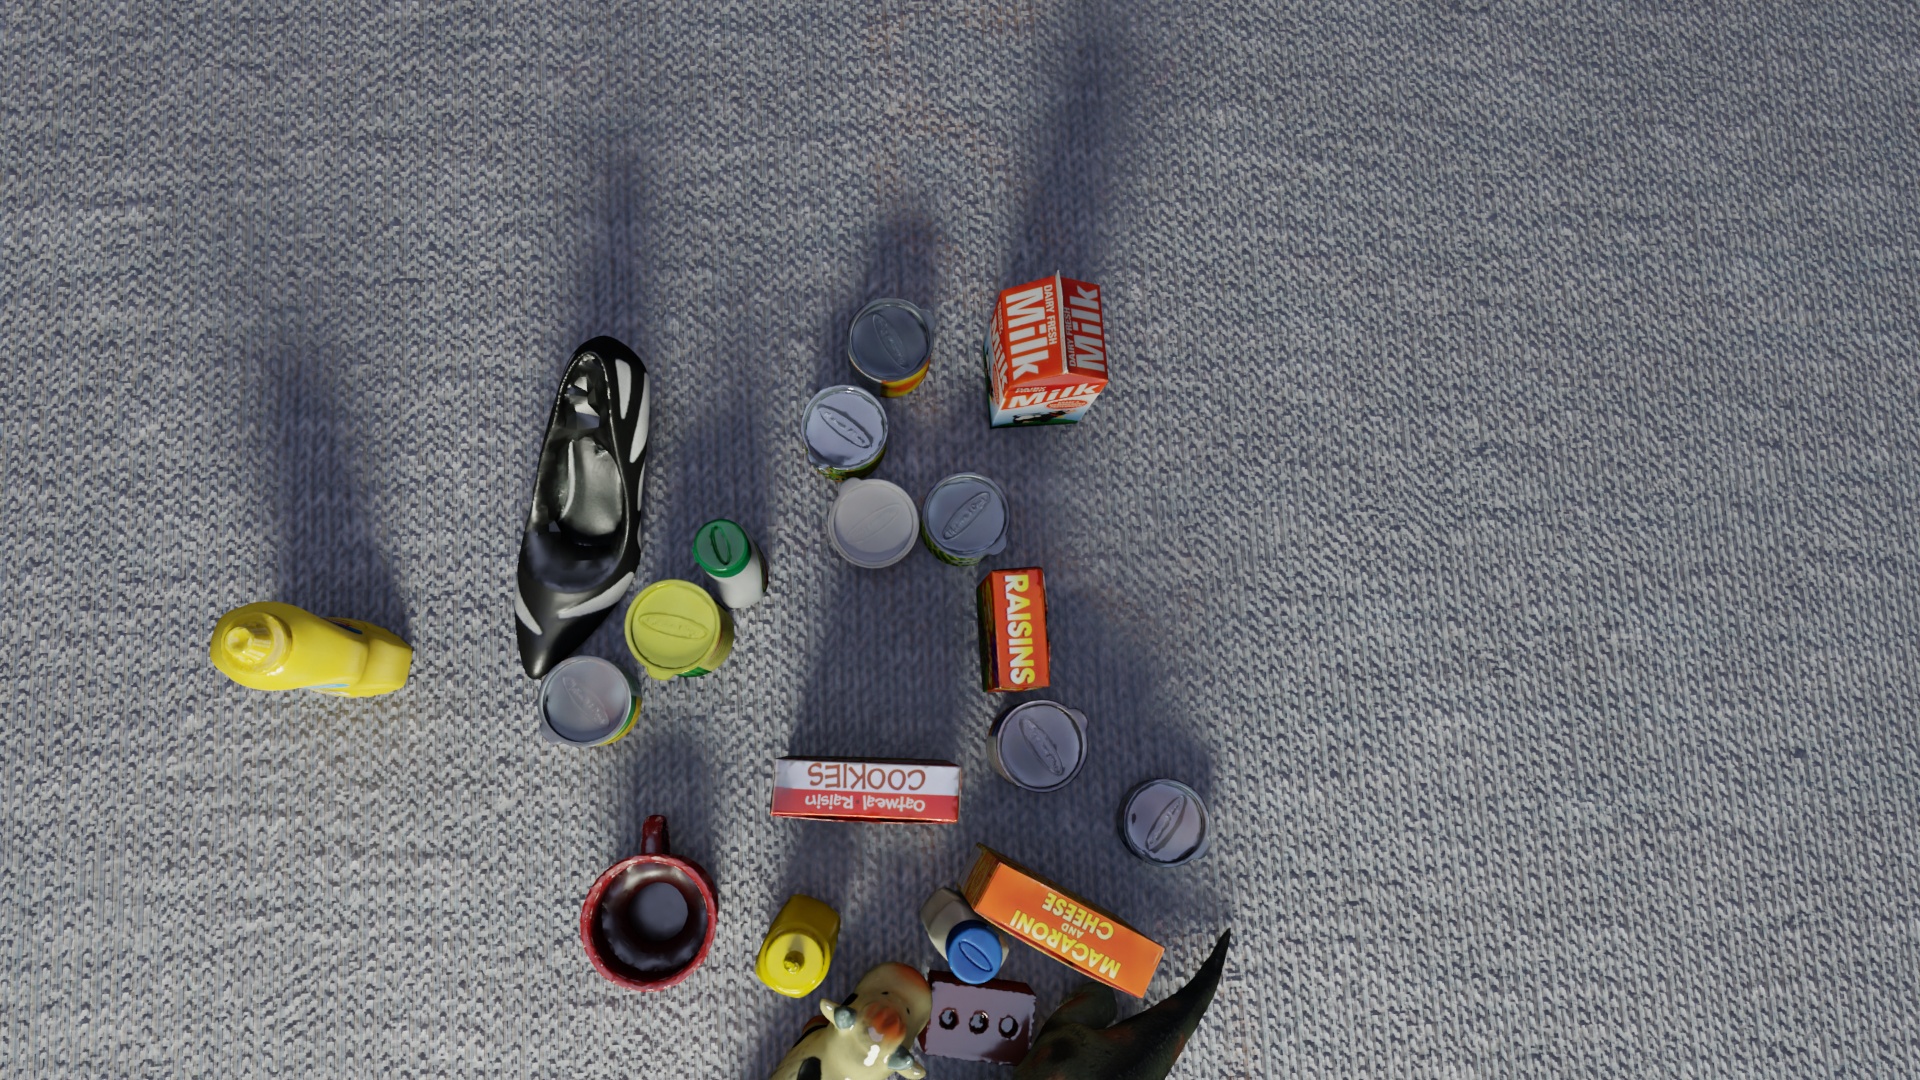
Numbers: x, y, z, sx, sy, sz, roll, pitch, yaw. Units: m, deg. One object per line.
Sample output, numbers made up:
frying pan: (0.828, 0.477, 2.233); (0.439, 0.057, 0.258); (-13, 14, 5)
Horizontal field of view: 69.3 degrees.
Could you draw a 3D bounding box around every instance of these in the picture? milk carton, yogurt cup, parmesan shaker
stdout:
milk carton: (0.062, -0.136, 1.020); (0.073, 0.190, 0.072); (-4, 82, -5)
yogurt cup: (-0.067, -0.010, 1.061); (0.072, 0.054, 0.072); (1, 82, -4)
parmesan shaker: (-0.204, 0.069, 1.014); (0.071, 0.103, 0.071); (1, 82, -4)

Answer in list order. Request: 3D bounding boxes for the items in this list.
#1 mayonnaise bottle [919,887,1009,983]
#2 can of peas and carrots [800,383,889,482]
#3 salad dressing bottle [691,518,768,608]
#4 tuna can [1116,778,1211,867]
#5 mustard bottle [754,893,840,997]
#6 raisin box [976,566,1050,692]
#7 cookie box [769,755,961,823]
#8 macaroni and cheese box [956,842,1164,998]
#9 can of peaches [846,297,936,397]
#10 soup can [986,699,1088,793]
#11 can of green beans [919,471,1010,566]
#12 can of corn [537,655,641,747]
mayonnaise bottle: (0.004, 0.280, 0.975); (0.065, 0.148, 0.041); (41, 81, 2)
can of peas and carrots: (-0.090, -0.079, 1.067); (0.071, 0.058, 0.071); (1, 82, -4)
salad dressing bottle: (-0.166, 0.014, 1.002); (0.044, 0.147, 0.064); (-17, 84, -6)
tuna can: (0.155, 0.215, 1.054); (0.071, 0.033, 0.071); (1, 82, -4)
mustard bottle: (-0.113, 0.285, 0.960); (0.049, 0.160, 0.065); (27, 81, 0)
raisin box: (0.038, 0.069, 1.022); (0.040, 0.123, 0.086); (-2, 82, -4)
cookie box: (-0.066, 0.173, 0.976); (0.123, 0.167, 0.040); (3, 82, -4)
macaroni and cheese box: (0.065, 0.263, 0.973); (0.124, 0.166, 0.040); (28, 81, 0)
can of peaches: (-0.053, -0.150, 1.081); (0.071, 0.058, 0.071); (1, 82, -4)
soup can: (0.058, 0.151, 1.031); (0.071, 0.083, 0.071); (1, 82, -4)
can of green beans: (0.002, -0.015, 1.065); (0.071, 0.057, 0.071); (1, 82, -4)
can of corn: (-0.274, 0.121, 1.024); (0.071, 0.058, 0.071); (1, 82, -4)
